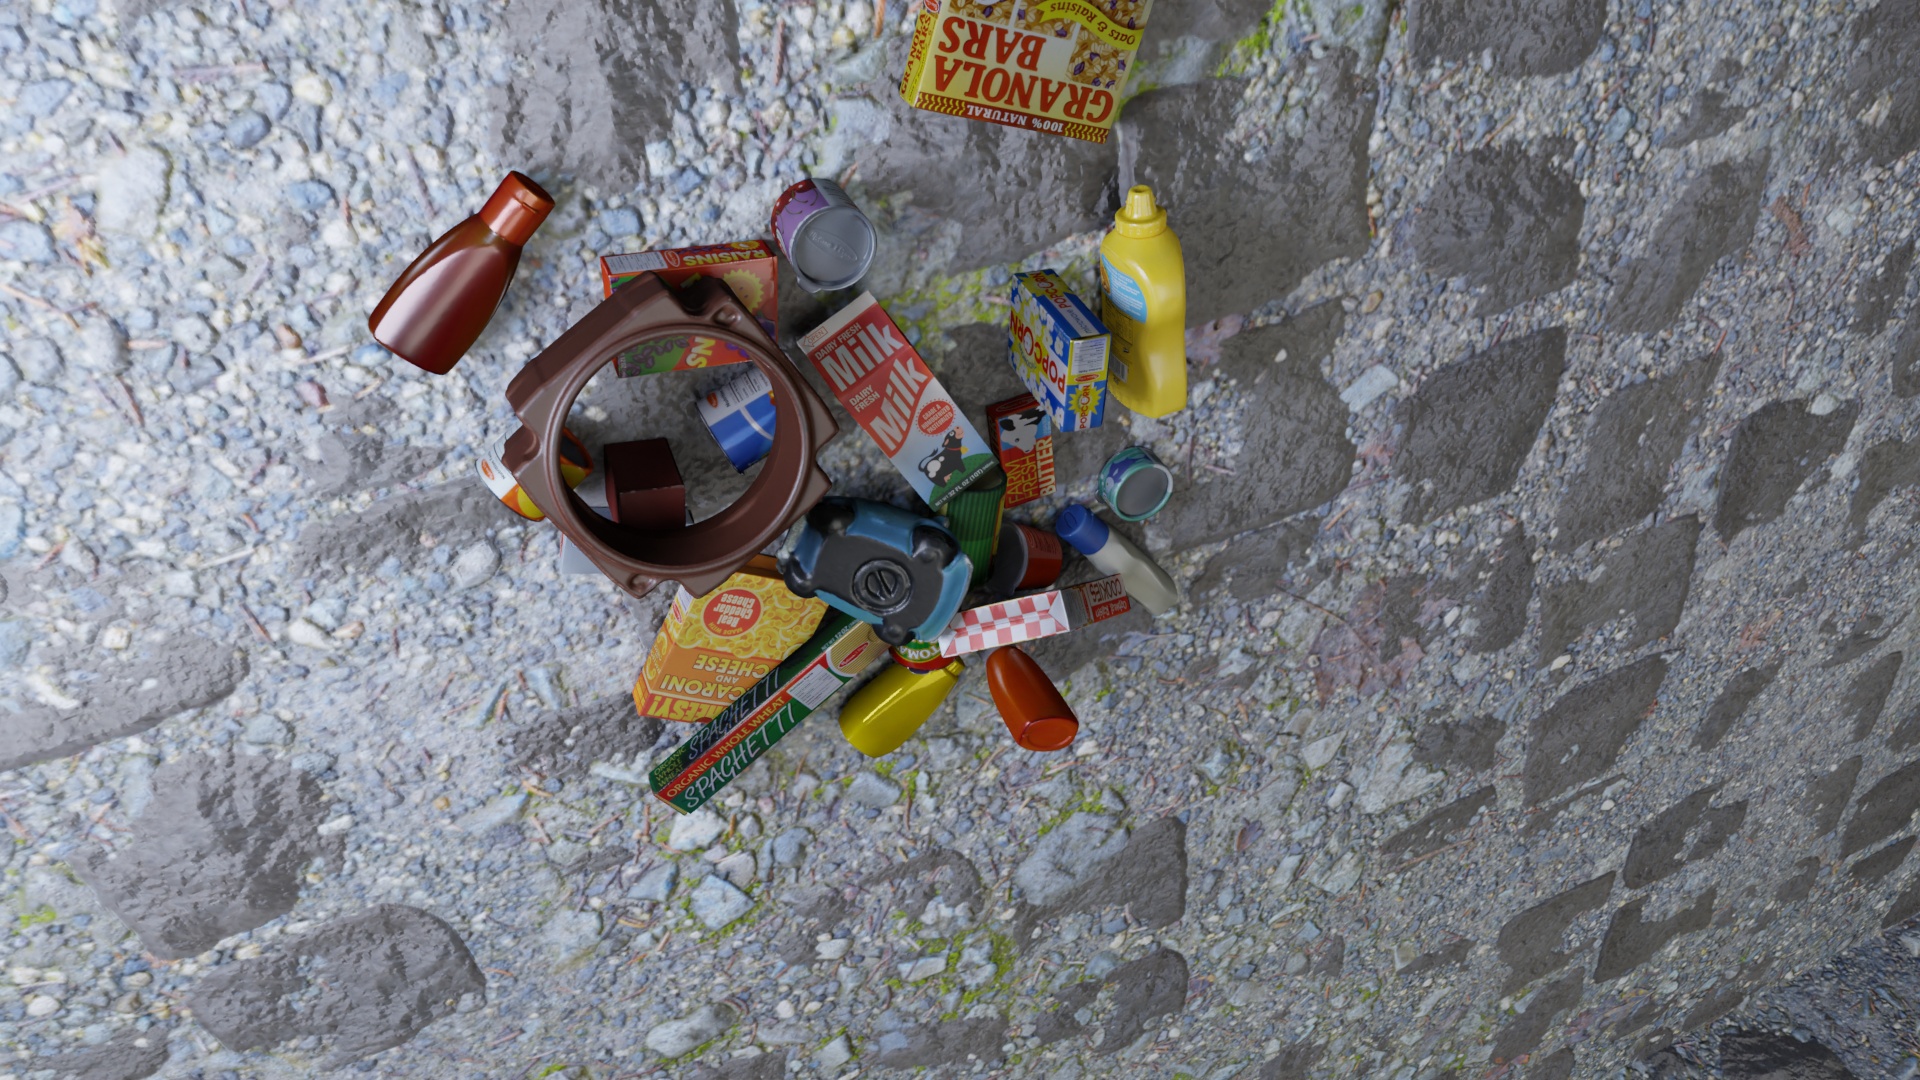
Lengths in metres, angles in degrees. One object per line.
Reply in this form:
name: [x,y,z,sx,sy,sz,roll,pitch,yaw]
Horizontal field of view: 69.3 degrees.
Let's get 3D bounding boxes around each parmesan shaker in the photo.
parmesan shaker: [0.004,-0.015,1.234,0.071,0.071,0.102,-7,126,-22]

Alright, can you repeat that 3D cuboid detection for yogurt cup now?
yogurt cup: [0.058,0.016,1.291,0.054,0.072,0.072,5,122,-38]

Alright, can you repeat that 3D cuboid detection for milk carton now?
milk carton: [-0.053,-0.118,1.129,0.072,0.074,0.190,-37,131,3]

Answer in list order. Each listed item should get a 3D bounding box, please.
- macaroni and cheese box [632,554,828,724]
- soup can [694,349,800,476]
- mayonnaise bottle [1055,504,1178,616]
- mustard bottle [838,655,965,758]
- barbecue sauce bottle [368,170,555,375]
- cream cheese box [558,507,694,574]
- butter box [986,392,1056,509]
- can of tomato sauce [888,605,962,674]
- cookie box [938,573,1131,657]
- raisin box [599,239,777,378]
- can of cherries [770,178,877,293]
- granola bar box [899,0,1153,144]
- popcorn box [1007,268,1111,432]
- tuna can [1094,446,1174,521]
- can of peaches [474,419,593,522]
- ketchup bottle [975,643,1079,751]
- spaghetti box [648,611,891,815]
macaroni and cheese box: [-0.202,0.090,1.229,0.124,0.040,0.165,13,117,-33]
soup can: [-0.155,-0.100,1.095,0.084,0.071,0.071,-32,132,-3]
mayonnaise bottle: [0.150,0.016,1.340,0.041,0.065,0.148,-44,127,12]
mustard bottle: [-0.043,0.141,1.341,0.160,0.049,0.065,-42,131,6]
barbecue sauce bottle: [-0.338,-0.186,0.956,0.148,0.044,0.065,-47,131,11]
cream cheese box: [-0.274,0.000,1.138,0.104,0.024,0.053,0,125,-26]
butter box: [0.055,-0.080,1.244,0.053,0.024,0.103,-19,130,-14]
can of tomato sauce: [-0.032,0.069,1.280,0.071,0.071,0.082,-9,126,-21]
cookie box: [0.069,0.068,1.258,0.123,0.040,0.168,-14,177,25]
raisin box: [-0.200,-0.174,1.037,0.124,0.040,0.085,-11,127,-20]
can of cherries: [-0.105,-0.226,1.034,0.072,0.058,0.071,-14,129,-18]
granola bar box: [0.049,-0.368,1.019,0.166,0.039,0.123,2,122,-28]
popcorn box: [0.079,-0.156,1.132,0.038,0.127,0.084,-10,127,-16]
tuna can: [0.164,-0.051,1.314,0.071,0.033,0.070,-14,128,-18]
can of peaches: [-0.319,-0.057,1.047,0.058,0.071,0.071,-43,131,8]
ketchup bottle: [0.055,0.136,1.319,0.065,0.149,0.043,6,121,-29]
spaghetti box: [-0.171,0.152,1.243,0.250,0.029,0.050,-40,135,3]
